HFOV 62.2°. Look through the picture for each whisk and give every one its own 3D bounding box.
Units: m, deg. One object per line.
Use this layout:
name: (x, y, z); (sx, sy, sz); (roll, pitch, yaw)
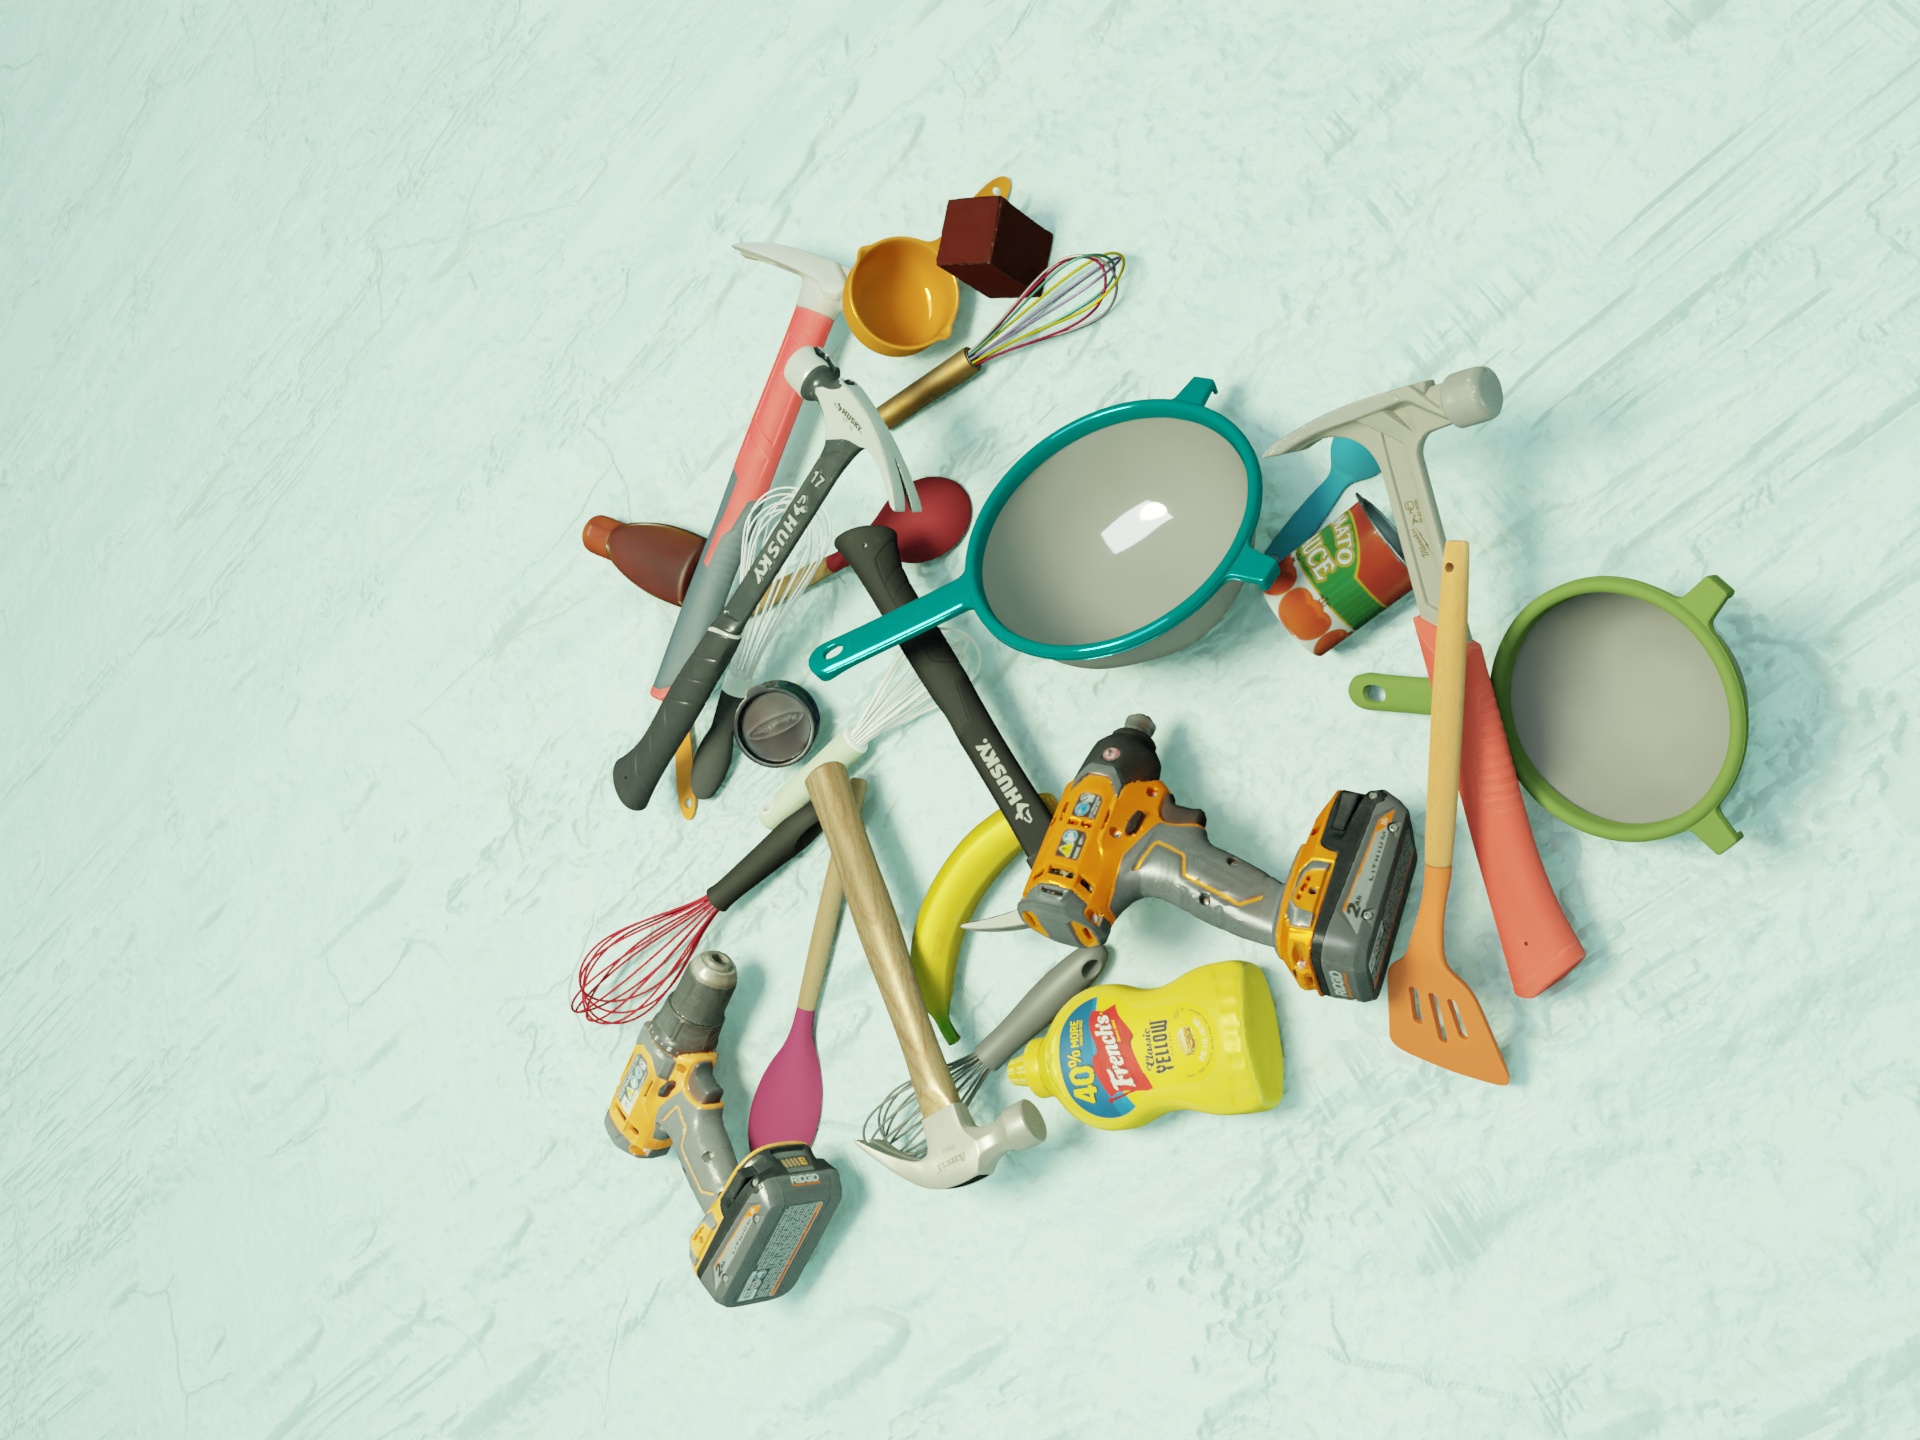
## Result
whisk: (0.025, -0.286, 1.217); (0.245, 0.051, 0.047); (-27, 73, 32)
whisk: (0.017, 0.237, 1.132); (0.239, 0.055, 0.055); (-45, 60, 15)
whisk: (-0.076, 0.011, 1.238); (0.246, 0.059, 0.058); (-42, 25, 26)
whisk: (-0.172, -0.058, 1.289); (0.070, 0.070, 0.284); (35, 114, 34)
whisk: (-0.212, 0.158, 1.298); (0.296, 0.073, 0.073); (-40, 62, 17)

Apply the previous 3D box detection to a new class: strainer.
strainer: (0.060, -0.084, 1.100); (0.340, 0.095, 0.211); (-24, 49, 18)
strainer: (0.350, -0.015, 0.939); (0.256, 0.069, 0.151); (7, 109, 53)

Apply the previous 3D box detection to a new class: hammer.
hammer: (-0.168, -0.078, 1.222); (0.149, 0.036, 0.408); (50, 122, 23)
hammer: (0.285, -0.015, 0.929); (0.149, 0.036, 0.359); (-13, 93, 50)
hammer: (-0.002, -0.004, 1.141); (0.146, 0.035, 0.335); (-33, 72, 6)
hammer: (-0.188, -0.201, 1.317); (0.143, 0.038, 0.386); (23, 93, 15)
hammer: (-0.052, 0.176, 1.144); (0.130, 0.031, 0.332); (-34, 60, 20)

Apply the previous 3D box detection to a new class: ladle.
ladle: (-0.124, -0.119, 1.303); (0.315, 0.031, 0.069); (-22, 69, 32)

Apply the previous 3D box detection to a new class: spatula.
spatula: (0.281, 0.057, 0.915); (0.081, 0.041, 0.322); (13, 108, 47)

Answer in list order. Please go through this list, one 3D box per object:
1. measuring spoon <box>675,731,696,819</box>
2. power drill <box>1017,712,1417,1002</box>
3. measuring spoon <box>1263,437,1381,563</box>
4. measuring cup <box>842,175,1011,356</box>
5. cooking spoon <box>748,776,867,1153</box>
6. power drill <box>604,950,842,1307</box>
measuring spoon: (-0.234, 0.028, 1.365); (0.021, 0.011, 0.117); (-11, 80, 33)
power drill: (0.164, 0.079, 1.003); (0.226, 0.084, 0.164); (10, 62, 27)
measuring spoon: (0.236, -0.147, 1.057); (0.042, 0.021, 0.128); (46, 107, 31)
measuring cup: (-0.023, -0.361, 1.257); (0.173, 0.095, 0.052); (-50, 12, -11)
cooking spoon: (-0.116, 0.200, 1.246); (0.069, 0.017, 0.319); (14, 91, 35)
power drill: (-0.182, 0.306, 1.222); (0.226, 0.084, 0.185); (43, 115, 40)
